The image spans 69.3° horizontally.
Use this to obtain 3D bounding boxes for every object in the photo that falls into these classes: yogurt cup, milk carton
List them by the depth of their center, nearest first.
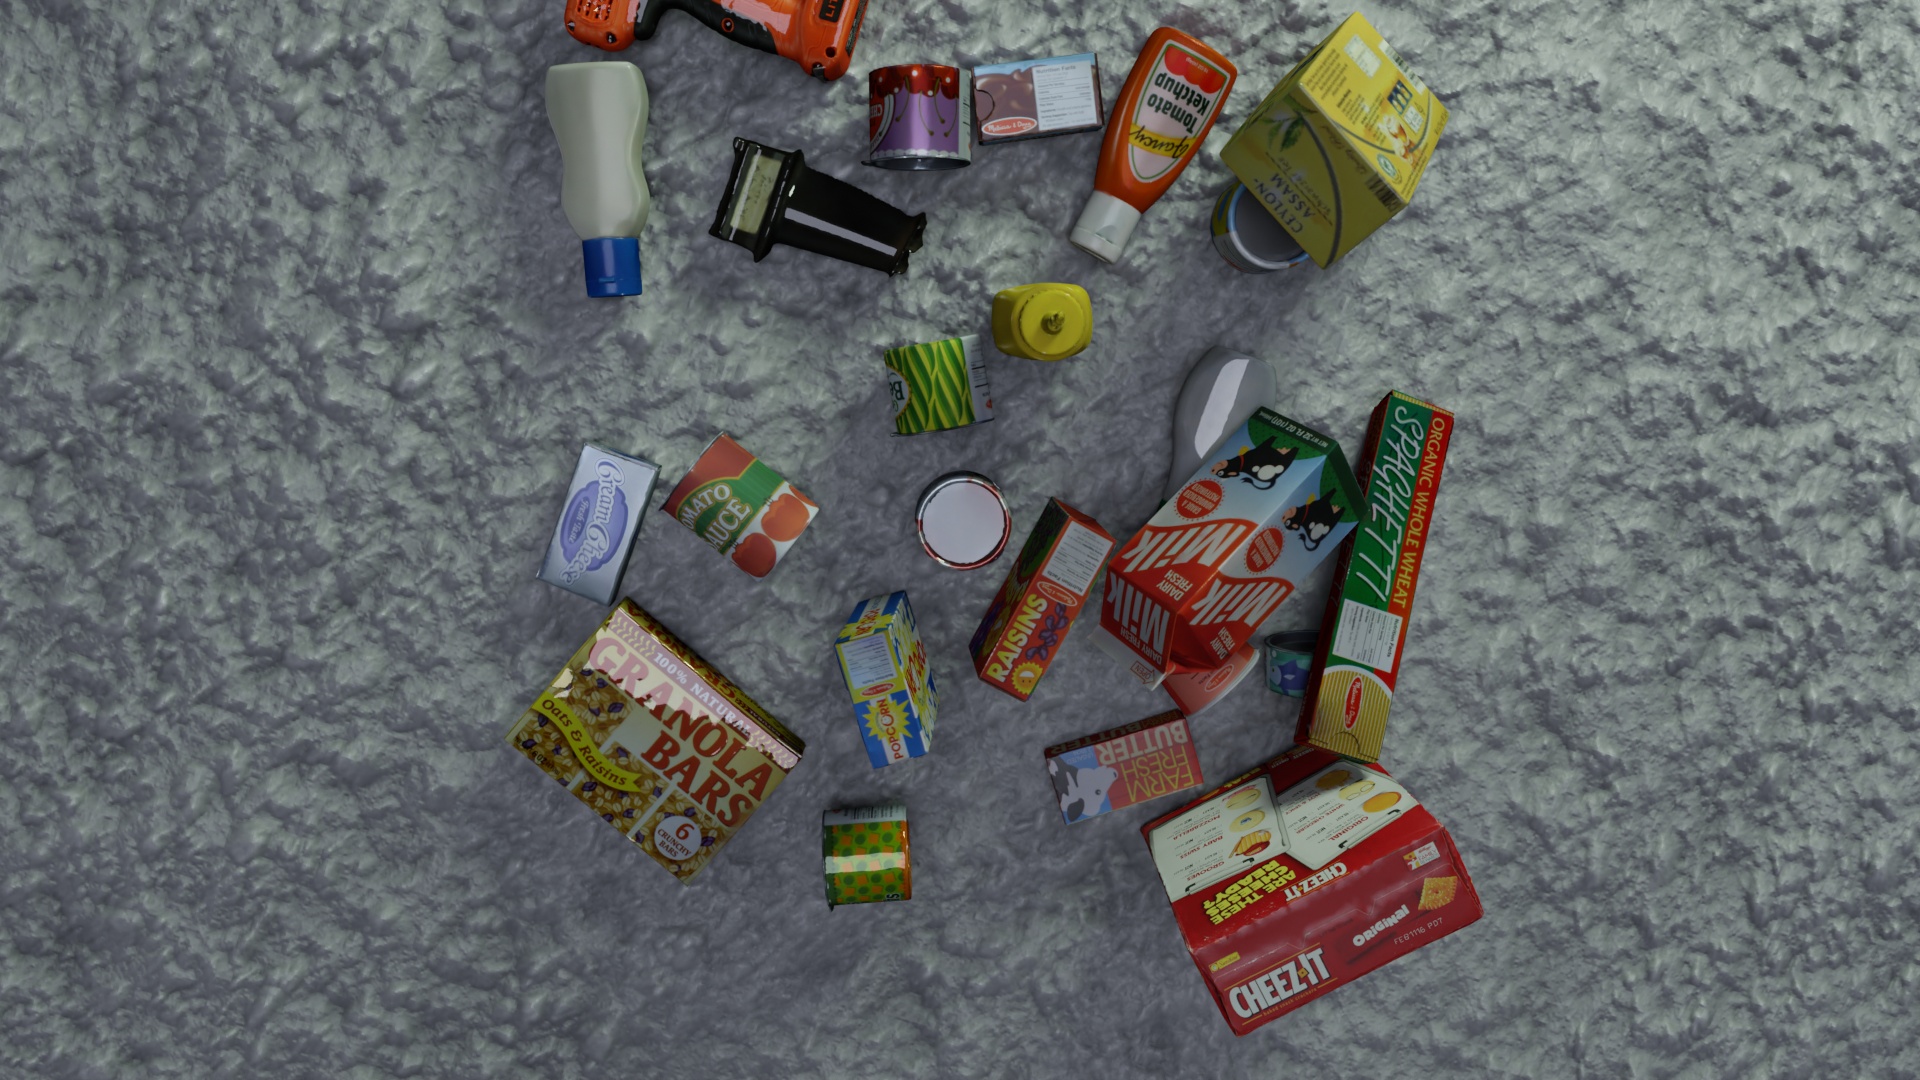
[{"bbox_3d":[0.167,0.012,0.898,0.191,0.072,0.073,-45,132,-7],"label":"milk carton"},{"bbox_3d":[0.162,0.081,0.953,0.072,0.072,0.054,-43,89,5],"label":"yogurt cup"}]

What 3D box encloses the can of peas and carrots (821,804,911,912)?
[{"bbox_3d":[-0.064,0.221,0.965,0.059,0.071,0.071,-4,98,-1],"label":"can of peas and carrots"}]

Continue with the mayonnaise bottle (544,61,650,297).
[{"bbox_3d":[-0.234,-0.235,0.912,0.065,0.041,0.147,-3,99,1],"label":"mayonnaise bottle"}]

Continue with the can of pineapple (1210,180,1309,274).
[{"bbox_3d":[0.204,-0.212,0.915,0.071,0.058,0.071,0,98,-1],"label":"can of pineapple"}]

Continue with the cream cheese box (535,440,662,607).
[{"bbox_3d":[-0.247,-0.012,0.950,0.053,0.024,0.103,21,97,-4],"label":"cream cheese box"}]

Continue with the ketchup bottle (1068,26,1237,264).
[{"bbox_3d":[0.121,-0.256,0.915,0.065,0.043,0.148,26,97,-16],"label":"ketchup bottle"}]

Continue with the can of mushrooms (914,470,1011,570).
[{"bbox_3d":[0.003,-0.012,0.951,0.071,0.033,0.071,0,97,-2],"label":"can of mushrooms"}]

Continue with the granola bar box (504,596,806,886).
[{"bbox_3d":[-0.210,0.140,0.964,0.165,0.039,0.124,41,95,-6],"label":"granola bar box"}]

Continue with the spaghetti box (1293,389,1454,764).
[{"bbox_3d":[0.276,0.022,0.919,0.050,0.028,0.250,19,75,-4],"label":"spaghetti box"}]

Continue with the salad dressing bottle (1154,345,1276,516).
[{"bbox_3d":[0.166,-0.056,0.944,0.064,0.044,0.147,19,99,-9],"label":"salad dressing bottle"}]

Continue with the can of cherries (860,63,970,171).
[{"bbox_3d":[-0.029,-0.272,0.897,0.071,0.071,0.058,-1,98,-1],"label":"can of cherries"}]

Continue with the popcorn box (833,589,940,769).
[{"bbox_3d":[-0.046,0.088,0.917,0.038,0.127,0.085,-16,98,5],"label":"popcorn box"}]

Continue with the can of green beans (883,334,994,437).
[{"bbox_3d":[-0.015,-0.103,0.922,0.071,0.071,0.057,-10,98,0],"label":"can of green beans"}]

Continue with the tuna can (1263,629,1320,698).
[{"bbox_3d":[0.244,0.085,0.952,0.071,0.071,0.032,-2,100,-1],"label":"tuna can"}]

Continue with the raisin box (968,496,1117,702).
[{"bbox_3d":[0.053,0.038,0.932,0.040,0.086,0.123,28,96,-10],"label":"raisin box"}]

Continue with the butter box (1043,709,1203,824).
[{"bbox_3d":[0.115,0.160,0.982,0.103,0.024,0.053,-17,99,2],"label":"butter box"}]

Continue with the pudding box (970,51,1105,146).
[{"bbox_3d":[0.050,-0.291,0.915,0.084,0.030,0.049,-8,99,0],"label":"pudding box"}]

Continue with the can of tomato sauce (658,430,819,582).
[{"bbox_3d":[-0.147,-0.021,0.928,0.083,0.071,0.071,38,96,-7],"label":"can of tomato sauce"}]

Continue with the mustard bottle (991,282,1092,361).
[{"bbox_3d":[0.053,-0.137,0.871,0.065,0.160,0.048,-3,100,1],"label":"mustard bottle"}]
